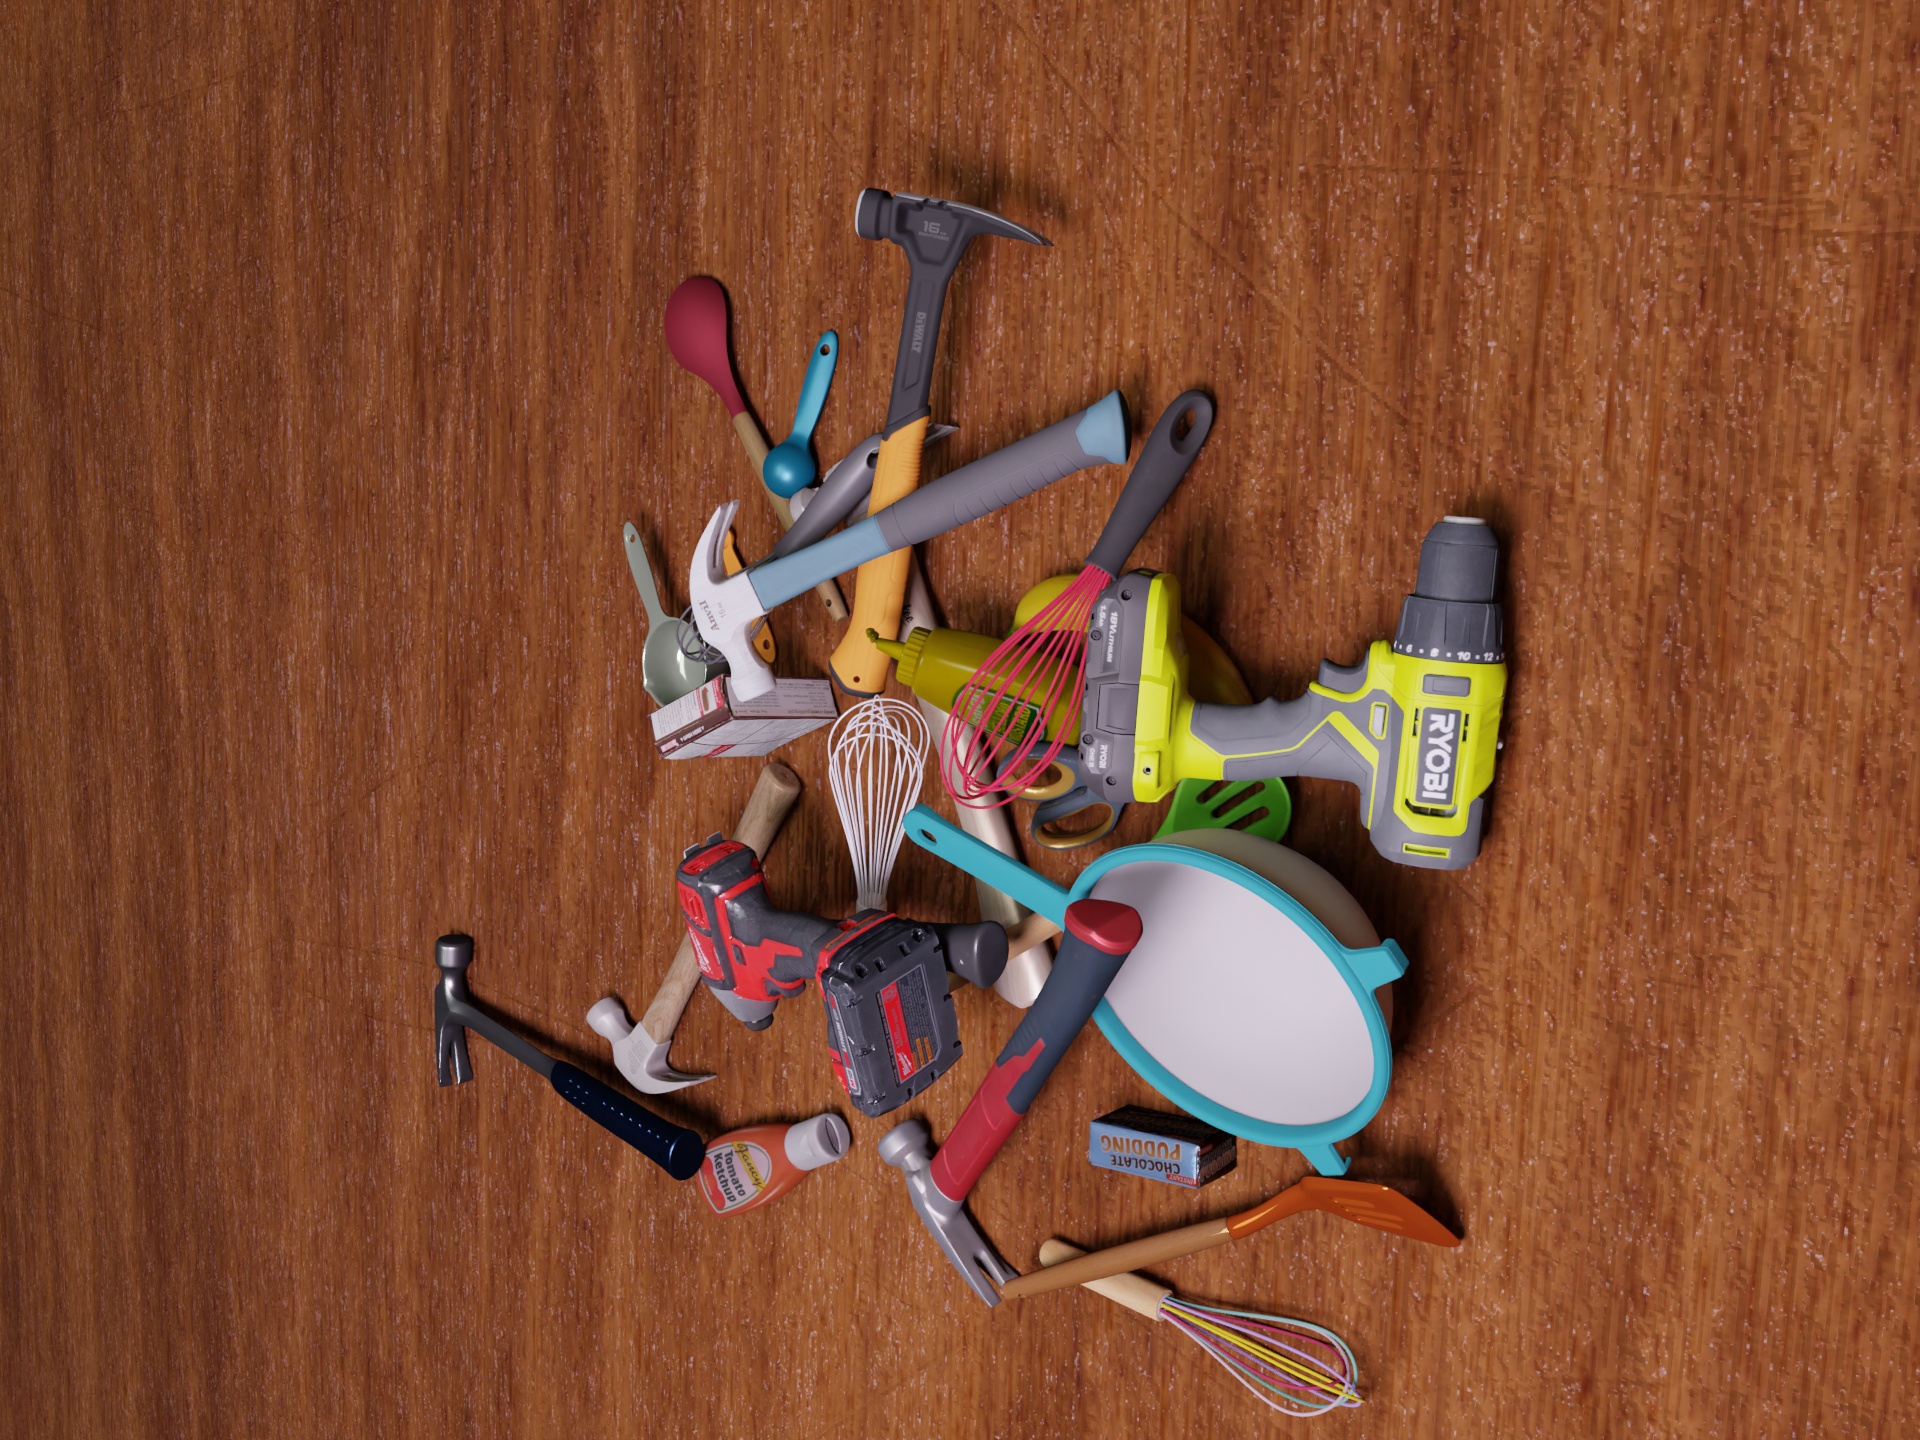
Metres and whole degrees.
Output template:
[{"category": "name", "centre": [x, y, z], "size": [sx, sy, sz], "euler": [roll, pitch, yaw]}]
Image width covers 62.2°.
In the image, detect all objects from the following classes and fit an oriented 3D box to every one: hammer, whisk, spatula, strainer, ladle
[{"category": "hammer", "centre": [-0.032, -0.173, 1.066], "size": [0.127, 0.034, 0.336], "euler": [15, 109, 12]}, {"category": "whisk", "centre": [0.149, 0.385, 1.027], "size": [0.245, 0.047, 0.051], "euler": [11, 102, 41]}, {"category": "hammer", "centre": [0.043, 0.246, 1.022], "size": [0.143, 0.038, 0.386], "euler": [51, 142, 23]}, {"category": "whisk", "centre": [0.076, -0.076, 0.978], "size": [0.073, 0.073, 0.296], "euler": [29, 88, 33]}, {"category": "hammer", "centre": [-0.036, -0.128, 1.043], "size": [0.331, 0.033, 0.128], "euler": [-22, 99, 21]}, {"category": "hammer", "centre": [-0.085, 0.149, 1.115], "size": [0.335, 0.035, 0.146], "euler": [-6, 109, 50]}, {"category": "whisk", "centre": [-0.061, 0.109, 1.135], "size": [0.070, 0.070, 0.284], "euler": [26, 126, 34]}, {"category": "spatula", "centre": [0.151, 0.333, 0.999], "size": [0.322, 0.081, 0.041], "euler": [-29, 35, 32]}, {"category": "strainer", "centre": [0.121, 0.114, 0.966], "size": [0.341, 0.095, 0.210], "euler": [27, 136, 28]}, {"category": "whisk", "centre": [-0.127, -0.121, 1.145], "size": [0.239, 0.055, 0.055], "euler": [-45, 67, 25]}, {"category": "ladle", "centre": [-0.158, -0.212, 1.226], "size": [0.069, 0.031, 0.315], "euler": [-36, 74, 33]}, {"category": "hammer", "centre": [-0.002, -0.004, 1.114], "size": [0.146, 0.038, 0.411], "euler": [-26, 79, 36]}, {"category": "hammer", "centre": [-0.207, 0.175, 1.298], "size": [0.130, 0.031, 0.331], "euler": [44, 119, 28]}, {"category": "hammer", "centre": [-0.360, 0.315, 1.406], "size": [0.406, 0.035, 0.144], "euler": [15, 104, 43]}]

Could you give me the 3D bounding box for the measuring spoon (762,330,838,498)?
[{"category": "measuring spoon", "centre": [-0.118, -0.228, 1.181], "size": [0.042, 0.021, 0.128], "euler": [21, 99, 18]}]

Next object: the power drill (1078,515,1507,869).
[{"category": "power drill", "centre": [0.190, -0.025, 0.898], "size": [0.228, 0.080, 0.190], "euler": [6, 100, 15]}]

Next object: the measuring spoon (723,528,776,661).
[{"category": "measuring spoon", "centre": [-0.167, -0.100, 1.255], "size": [0.021, 0.011, 0.117], "euler": [-29, 80, 37]}]

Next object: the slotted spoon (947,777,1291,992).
[{"category": "slotted spoon", "centre": [0.084, 0.112, 1.035], "size": [0.313, 0.031, 0.070], "euler": [-35, 89, 27]}]

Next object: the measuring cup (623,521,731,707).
[{"category": "measuring cup", "centre": [-0.234, -0.086, 1.291], "size": [0.083, 0.038, 0.168], "euler": [-32, 73, 36]}]

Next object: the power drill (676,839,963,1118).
[{"category": "power drill", "centre": [-0.104, 0.172, 1.065], "size": [0.220, 0.078, 0.143], "euler": [16, 125, 46]}]
